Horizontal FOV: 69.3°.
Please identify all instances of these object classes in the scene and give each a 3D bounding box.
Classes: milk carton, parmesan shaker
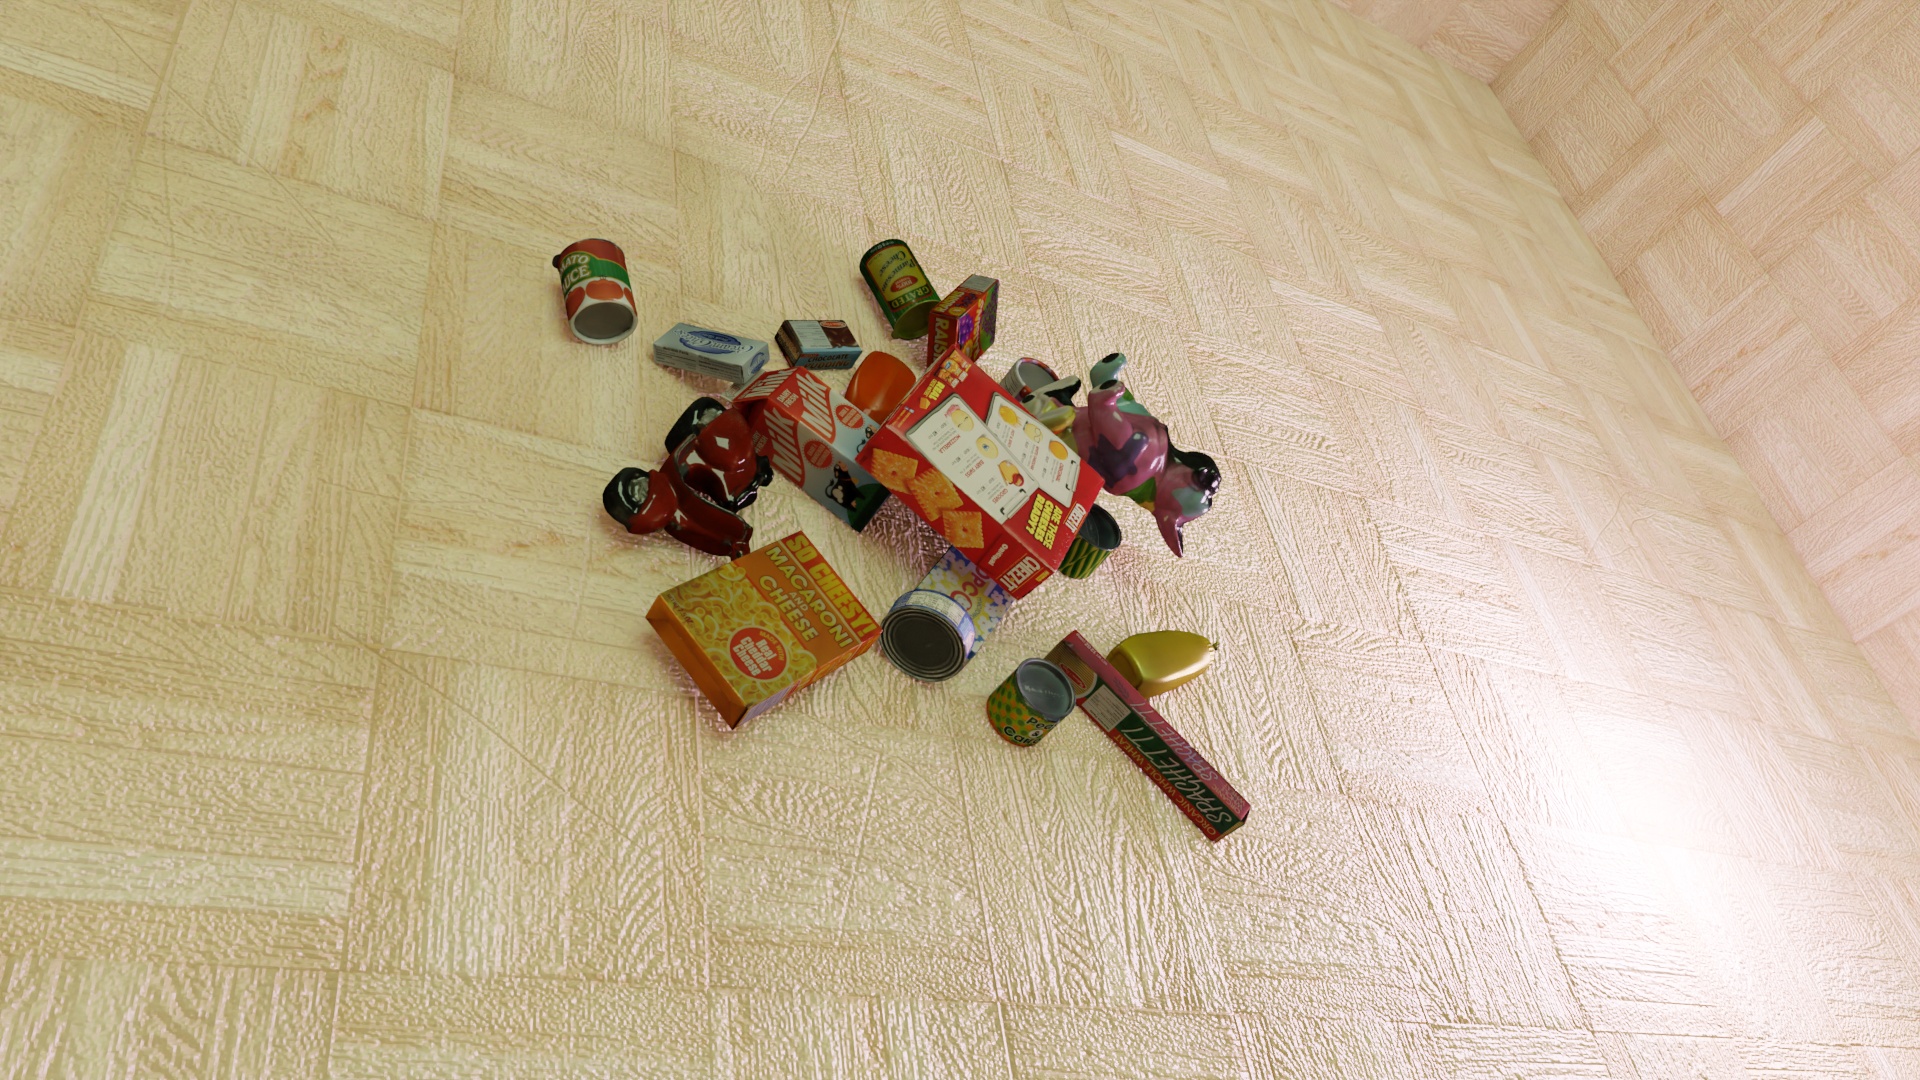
[{"bbox_3d":[-0.145,-0.103,1.383,0.190,0.073,0.073,38,40,-2],"label":"milk carton"},{"bbox_3d":[-0.071,-0.293,1.625,0.071,0.071,0.103,-7,57,-41],"label":"parmesan shaker"}]

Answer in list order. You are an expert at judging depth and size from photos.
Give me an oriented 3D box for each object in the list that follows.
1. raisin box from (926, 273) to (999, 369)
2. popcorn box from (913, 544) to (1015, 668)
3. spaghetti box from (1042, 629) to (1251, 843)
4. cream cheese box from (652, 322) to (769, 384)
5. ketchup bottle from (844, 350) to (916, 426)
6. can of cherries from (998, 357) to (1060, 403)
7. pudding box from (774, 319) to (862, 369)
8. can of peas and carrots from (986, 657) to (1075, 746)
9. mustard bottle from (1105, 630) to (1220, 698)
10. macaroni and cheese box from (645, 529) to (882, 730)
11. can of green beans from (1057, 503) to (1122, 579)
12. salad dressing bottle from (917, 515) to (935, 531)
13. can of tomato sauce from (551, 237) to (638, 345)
[{"bbox_3d":[0.003,-0.247,1.619,0.040,0.085,0.124,18,36,17],"label":"raisin box"},{"bbox_3d":[0.000,0.060,1.369,0.085,0.038,0.127,40,40,0],"label":"popcorn box"},{"bbox_3d":[0.182,0.194,1.377,0.250,0.050,0.029,45,41,6],"label":"spaghetti box"},{"bbox_3d":[-0.249,-0.187,1.386,0.104,0.024,0.054,15,39,16],"label":"cream cheese box"},{"bbox_3d":[-0.097,-0.143,1.481,0.065,0.043,0.150,32,40,-7],"label":"ketchup bottle"},{"bbox_3d":[0.079,-0.172,1.631,0.071,0.058,0.072,21,43,-21],"label":"can of cherries"},{"bbox_3d":[-0.154,-0.213,1.512,0.084,0.030,0.050,-8,58,-42],"label":"pudding box"},{"bbox_3d":[0.067,0.156,1.317,0.071,0.058,0.071,21,44,-21],"label":"can of peas and carrots"},{"bbox_3d":[0.224,0.127,1.473,0.161,0.048,0.065,-6,57,-41],"label":"mustard bottle"},{"bbox_3d":[-0.166,0.072,1.191,0.124,0.040,0.167,50,42,12],"label":"macaroni and cheese box"},{"bbox_3d":[0.132,0.000,1.512,0.071,0.057,0.071,21,43,-21],"label":"can of green beans"},{"bbox_3d":[0.005,-0.018,1.441,0.148,0.043,0.064,46,55,7],"label":"salad dressing bottle"},{"bbox_3d":[-0.356,-0.243,1.356,0.071,0.071,0.083,5,52,-35],"label":"can of tomato sauce"}]
